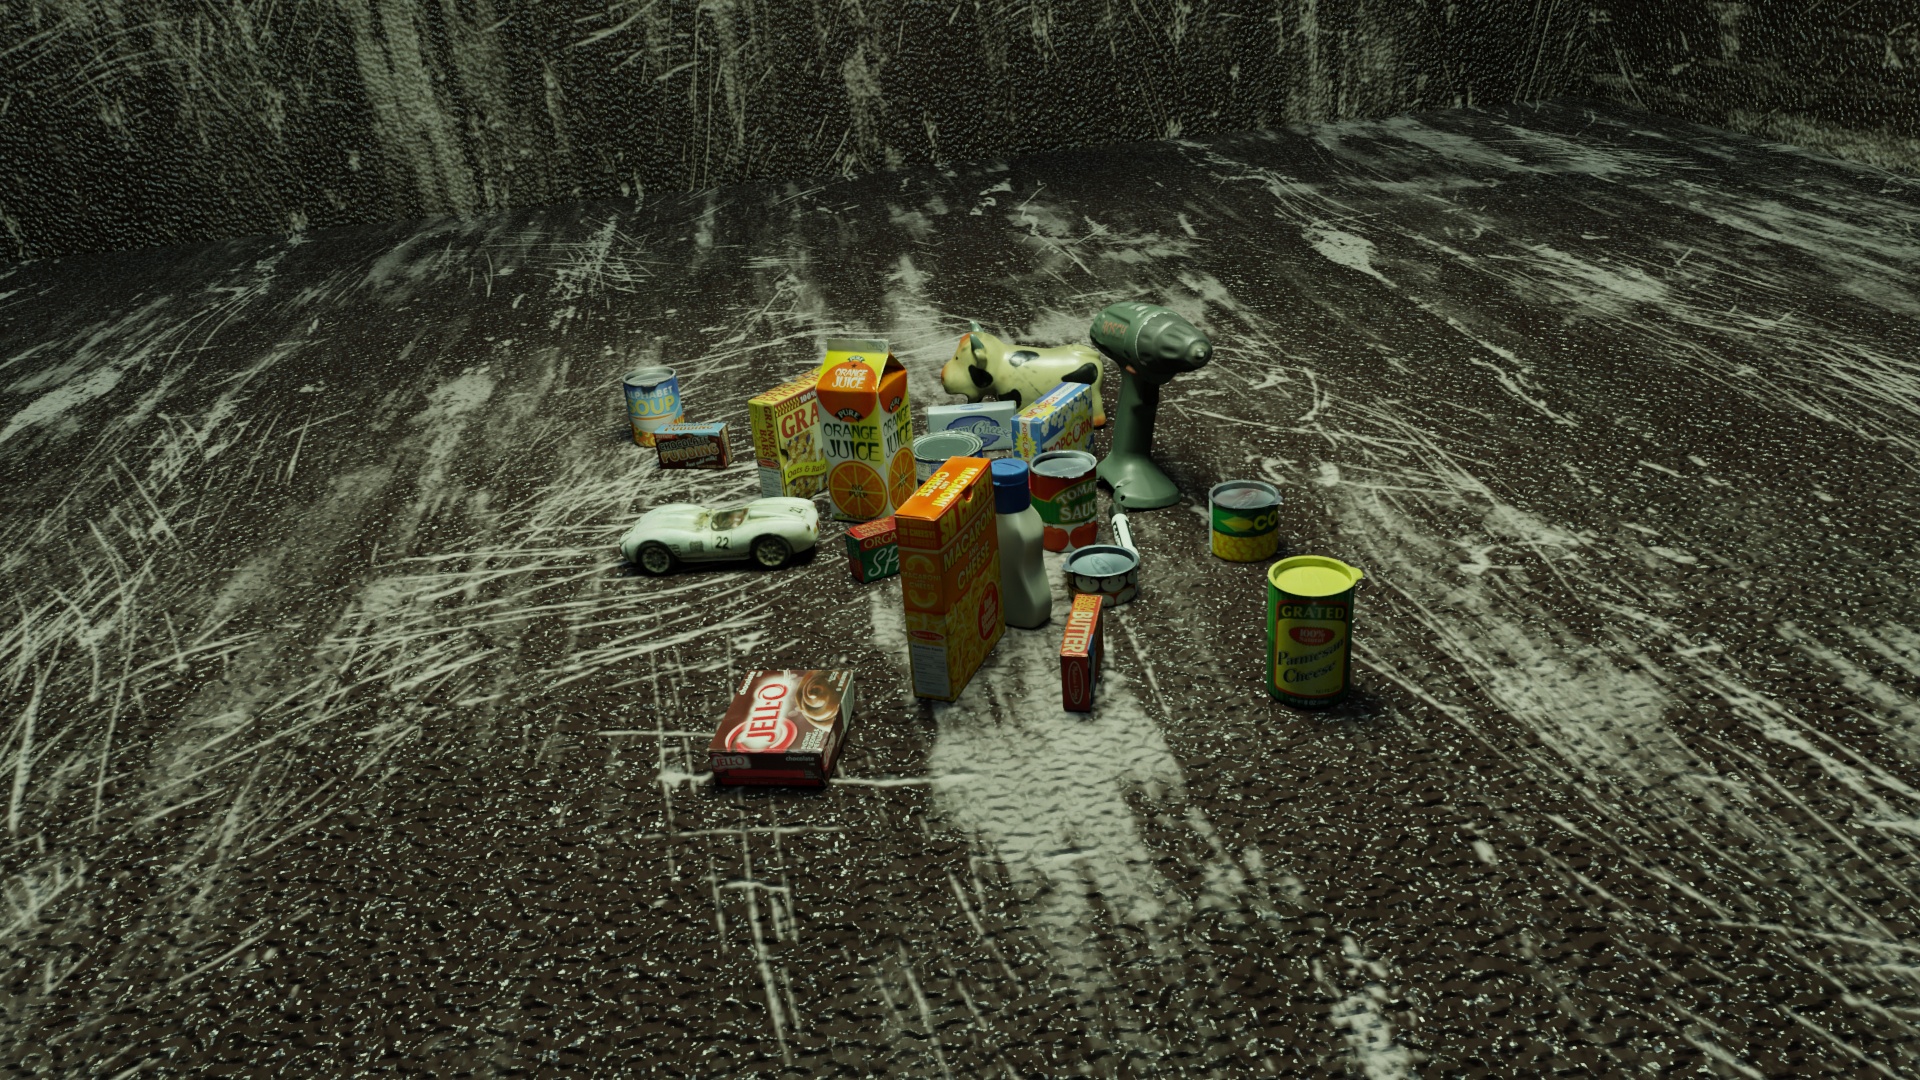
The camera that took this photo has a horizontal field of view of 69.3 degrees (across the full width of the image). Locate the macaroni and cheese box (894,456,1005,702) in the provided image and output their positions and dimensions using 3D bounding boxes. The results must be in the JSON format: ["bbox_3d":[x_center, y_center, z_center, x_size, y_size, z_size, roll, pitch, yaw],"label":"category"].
[{"bbox_3d":[-0.005,0.030,1.151,0.040,0.165,0.124,6,27,21],"label":"macaroni and cheese box"}]

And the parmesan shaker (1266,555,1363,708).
[{"bbox_3d":[0.276,0.072,1.087,0.071,0.102,0.071,-4,25,2],"label":"parmesan shaker"}]

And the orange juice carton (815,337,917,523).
[{"bbox_3d":[-0.097,-0.118,1.444,0.072,0.191,0.073,6,27,22],"label":"orange juice carton"}]

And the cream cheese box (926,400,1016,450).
[{"bbox_3d":[0.014,-0.131,1.612,0.104,0.053,0.024,-4,25,2],"label":"cream cheese box"}]

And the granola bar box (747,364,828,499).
[{"bbox_3d":[-0.160,-0.123,1.544,0.039,0.123,0.166,12,30,32],"label":"granola bar box"}]

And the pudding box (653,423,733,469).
[{"bbox_3d":[-0.314,-0.112,1.633,0.084,0.049,0.030,1,26,12],"label":"pudding box"}]

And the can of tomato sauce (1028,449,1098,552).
[{"bbox_3d":[0.104,-0.038,1.370,0.071,0.082,0.071,-4,25,2],"label":"can of tomato sauce"}]

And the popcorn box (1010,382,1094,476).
[{"bbox_3d":[0.103,-0.114,1.525,0.038,0.084,0.127,11,29,29],"label":"popcorn box"}]

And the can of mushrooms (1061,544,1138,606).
[{"bbox_3d":[0.128,0.032,1.276,0.071,0.033,0.071,-4,26,2],"label":"can of mushrooms"}]

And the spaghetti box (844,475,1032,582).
[{"bbox_3d":[0.005,-0.017,1.381,0.251,0.050,0.029,-17,28,-24],"label":"spaghetti box"}]

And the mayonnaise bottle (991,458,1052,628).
[{"bbox_3d":[0.046,0.002,1.221,0.065,0.147,0.041,16,32,37],"label":"mayonnaise bottle"}]

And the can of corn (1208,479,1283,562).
[{"bbox_3d":[0.273,-0.018,1.327,0.071,0.058,0.071,-4,25,2],"label":"can of corn"}]

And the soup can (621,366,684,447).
[{"bbox_3d":[-0.378,-0.164,1.714,0.071,0.083,0.071,-4,25,2],"label":"soup can"}]

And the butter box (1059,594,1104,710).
[{"bbox_3d":[0.100,0.090,1.137,0.024,0.053,0.104,1,26,12],"label":"butter box"}]
